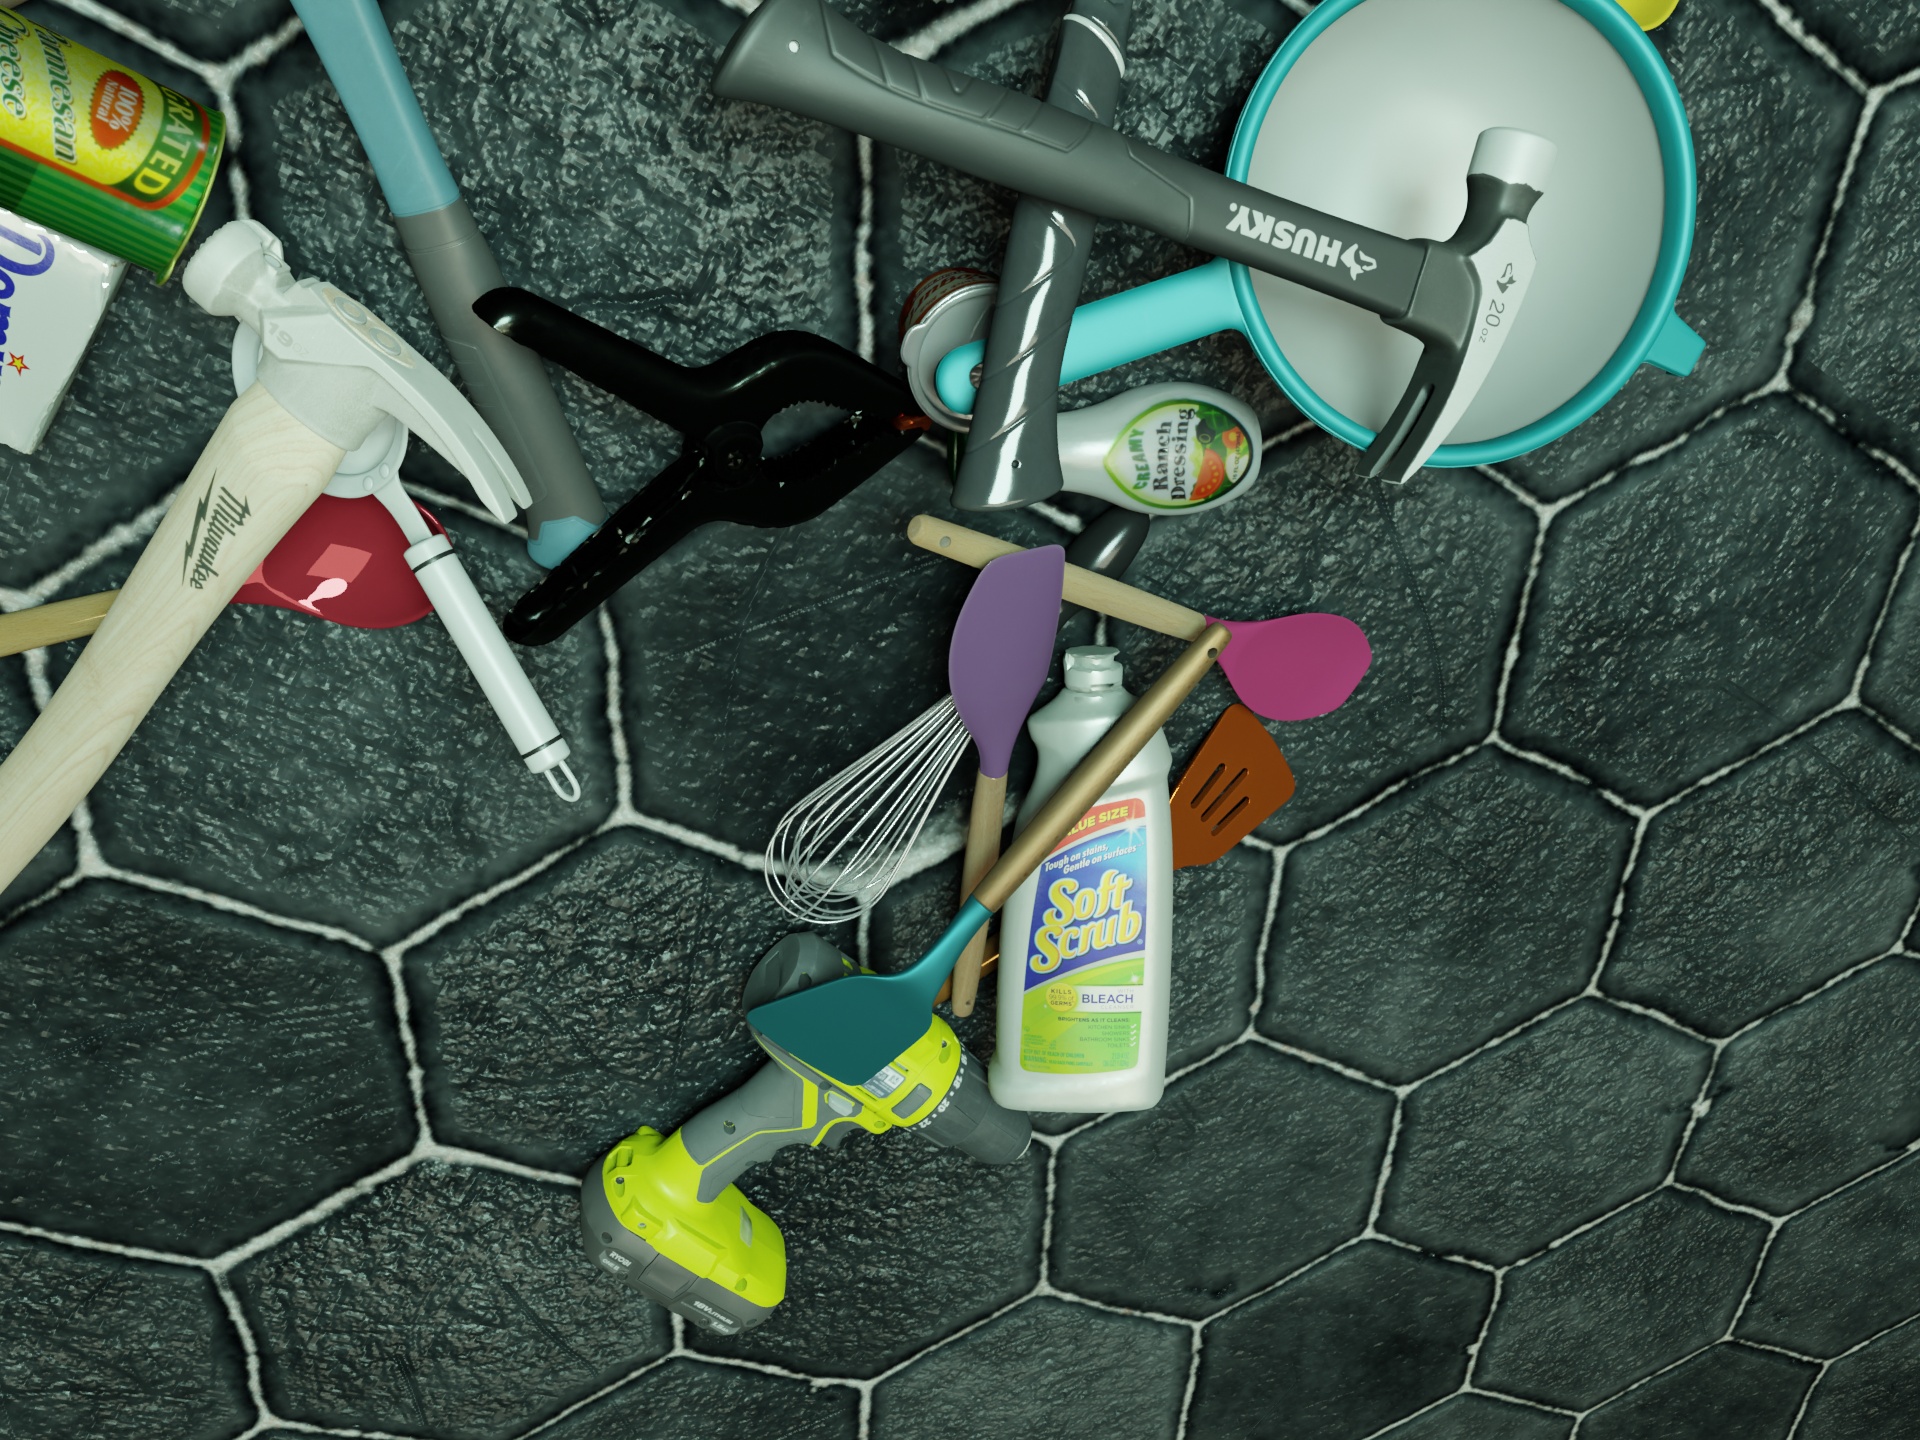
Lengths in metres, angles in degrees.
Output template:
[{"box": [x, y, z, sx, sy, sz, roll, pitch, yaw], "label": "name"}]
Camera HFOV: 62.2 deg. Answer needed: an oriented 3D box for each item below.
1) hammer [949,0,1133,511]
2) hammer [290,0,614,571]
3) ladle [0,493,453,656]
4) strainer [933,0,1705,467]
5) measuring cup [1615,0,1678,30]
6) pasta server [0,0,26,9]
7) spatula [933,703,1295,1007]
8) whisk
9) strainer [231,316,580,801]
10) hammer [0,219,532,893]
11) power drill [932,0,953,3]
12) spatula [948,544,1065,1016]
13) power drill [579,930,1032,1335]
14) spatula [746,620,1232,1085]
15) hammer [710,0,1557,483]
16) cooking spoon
[{"box": [0.051, -0.280, 0.607, 0.149, 0.036, 0.409, 9, 101, -17], "label": "hammer"}, {"box": [-0.207, -0.191, 0.628, 0.128, 0.033, 0.330, -10, 132, 6], "label": "hammer"}, {"box": [-0.379, -0.046, 0.699, 0.315, 0.031, 0.069, -14, 116, -5], "label": "ladle"}, {"box": [0.146, -0.200, 0.706, 0.340, 0.095, 0.211, -19, 104, -3], "label": "strainer"}, {"box": [0.264, -0.370, 0.687, 0.062, 0.029, 0.156, -41, 112, -13], "label": "measuring cup"}, {"box": [-0.264, -0.307, 0.571, 0.316, 0.040, 0.060, -25, 125, 5], "label": "pasta server"}, {"box": [0.050, 0.109, 0.924, 0.322, 0.041, 0.081, -33, 124, 11], "label": "spatula"}, {"box": [-0.001, -0.003, 0.822, 0.070, 0.070, 0.284, 36, 101, -31], "label": "whisk"}, {"box": [-0.228, -0.078, 0.670, 0.087, 0.050, 0.258, -23, 100, 32], "label": "strainer"}, {"box": [-0.353, -0.007, 0.673, 0.146, 0.038, 0.410, 42, 111, -11], "label": "hammer"}, {"box": [-0.018, -0.366, 0.525, 0.226, 0.084, 0.164, 42, 105, -8], "label": "power drill"}, {"box": [0.012, 0.045, 0.821, 0.059, 0.018, 0.315, -16, 134, -25], "label": "spatula"}, {"box": [-0.089, 0.248, 0.920, 0.190, 0.080, 0.228, 39, 106, -22], "label": "power drill"}, {"box": [0.024, 0.068, 0.813, 0.082, 0.044, 0.317, 39, 95, -27], "label": "spatula"}, {"box": [0.071, -0.194, 0.598, 0.334, 0.035, 0.146, 11, 101, -22], "label": "hammer"}, {"box": [0.102, -0.054, 0.806, 0.318, 0.017, 0.068, 15, 116, -37], "label": "cooking spoon"}]
